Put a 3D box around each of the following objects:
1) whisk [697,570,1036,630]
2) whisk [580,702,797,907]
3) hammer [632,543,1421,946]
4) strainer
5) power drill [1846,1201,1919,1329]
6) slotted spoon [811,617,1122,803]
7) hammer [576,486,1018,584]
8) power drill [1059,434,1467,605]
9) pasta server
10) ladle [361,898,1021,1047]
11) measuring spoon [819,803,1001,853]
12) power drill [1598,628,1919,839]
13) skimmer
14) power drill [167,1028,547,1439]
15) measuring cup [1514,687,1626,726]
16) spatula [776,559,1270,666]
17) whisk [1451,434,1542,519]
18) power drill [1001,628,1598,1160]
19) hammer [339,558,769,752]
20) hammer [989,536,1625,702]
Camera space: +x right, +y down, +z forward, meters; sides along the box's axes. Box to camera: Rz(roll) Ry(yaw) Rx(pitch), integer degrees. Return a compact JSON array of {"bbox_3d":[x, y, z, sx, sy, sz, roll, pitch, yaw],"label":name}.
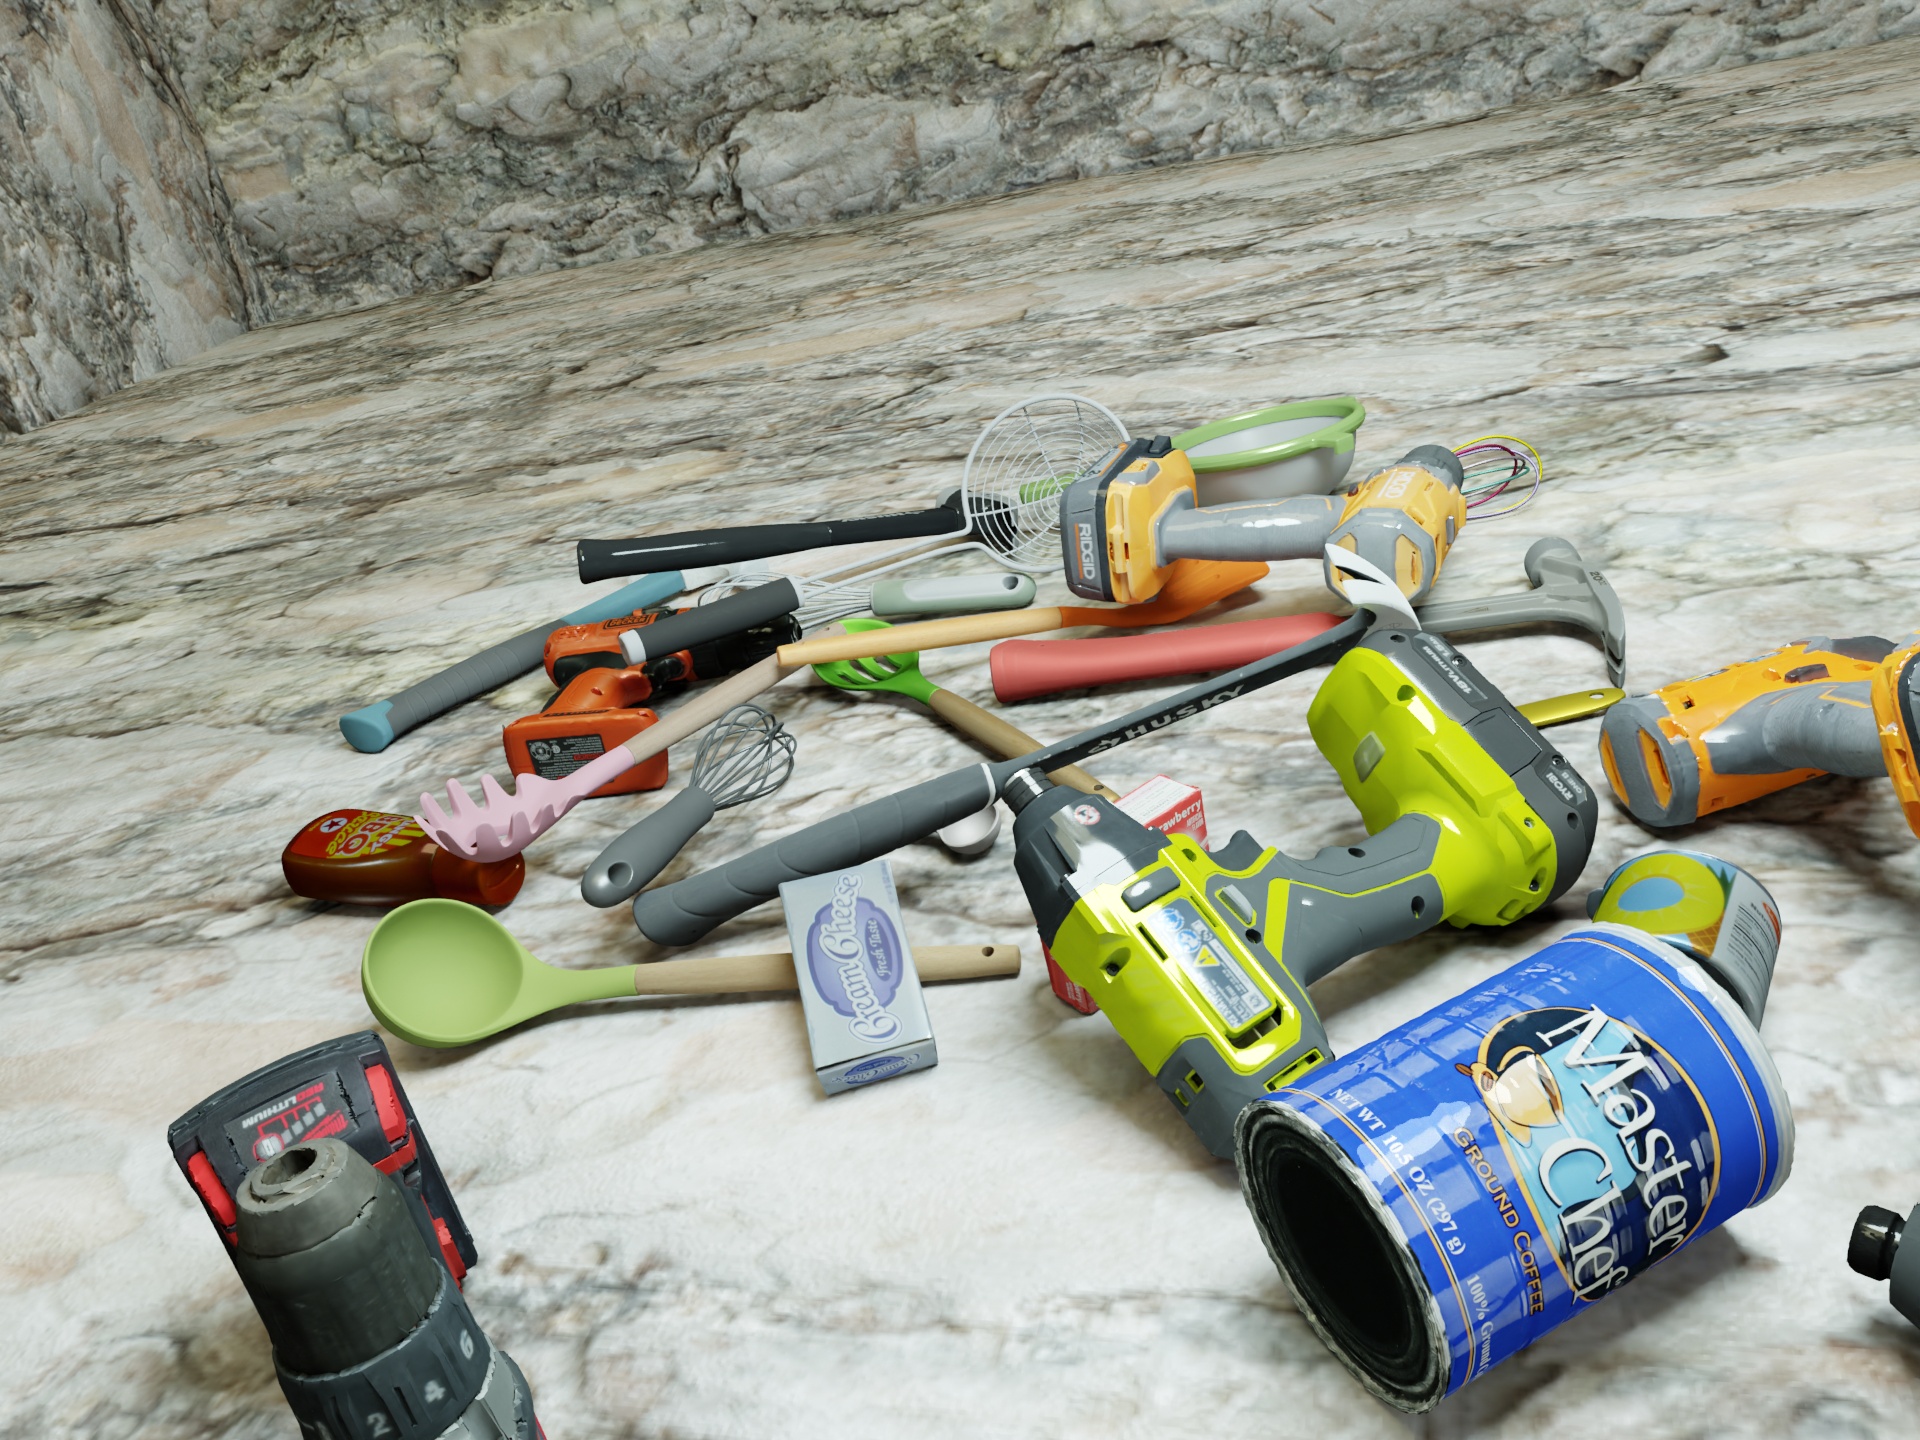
[{"bbox_3d":[-0.068,-0.086,1.130,0.246,0.059,0.058,-3,60,10],"label":"whisk"},{"bbox_3d":[-0.147,0.044,0.873,0.055,0.055,0.239,-4,18,17],"label":"whisk"},{"bbox_3d":[0.028,0.025,0.775,0.409,0.149,0.036,-22,66,8],"label":"hammer"},{"bbox_3d":[0.171,-0.169,1.160,0.256,0.069,0.151,-11,19,18],"label":"strainer"},{"bbox_3d":[0.374,0.129,0.479,0.143,0.078,0.220,13,40,42],"label":"power drill"},{"bbox_3d":[-0.002,-0.003,0.959,0.070,0.031,0.314,-26,31,-23],"label":"slotted spoon"},{"bbox_3d":[-0.114,-0.133,1.163,0.334,0.035,0.146,-10,18,-23],"label":"hammer"},{"bbox_3d":[0.196,-0.130,0.985,0.226,0.084,0.185,5,28,26],"label":"power drill"},{"bbox_3d":[-0.177,0.003,0.938,0.060,0.040,0.316,18,37,35],"label":"pasta server"},{"bbox_3d":[-0.131,0.115,0.757,0.320,0.062,0.078,-5,45,11],"label":"ladle"},{"bbox_3d":[-0.028,0.059,0.867,0.124,0.018,0.034,0,46,38],"label":"measuring spoon"},{"bbox_3d":[0.394,-0.004,0.654,0.164,0.084,0.226,-18,1,-9],"label":"power drill"},{"bbox_3d":[-0.052,-0.120,1.055,0.363,0.090,0.127,-21,69,-22],"label":"skimmer"},{"bbox_3d":[-0.194,0.182,0.514,0.080,0.187,0.227,-25,25,-24],"label":"power drill"},{"bbox_3d":[0.270,-0.007,0.836,0.156,0.029,0.062,-12,27,5],"label":"measuring cup"},{"bbox_3d":[0.040,-0.072,1.024,0.322,0.041,0.081,-9,26,-16],"label":"spatula"},{"bbox_3d":[0.276,-0.148,1.095,0.245,0.047,0.051,-14,28,6],"label":"whisk"},{"bbox_3d":[0.139,0.054,0.660,0.223,0.080,0.171,-26,65,-28],"label":"power drill"},{"bbox_3d":[-0.310,-0.062,1.207,0.331,0.033,0.128,-32,33,-33],"label":"hammer"},{"bbox_3d":[0.195,-0.044,0.938,0.359,0.036,0.149,-7,27,11],"label":"hammer"}]
